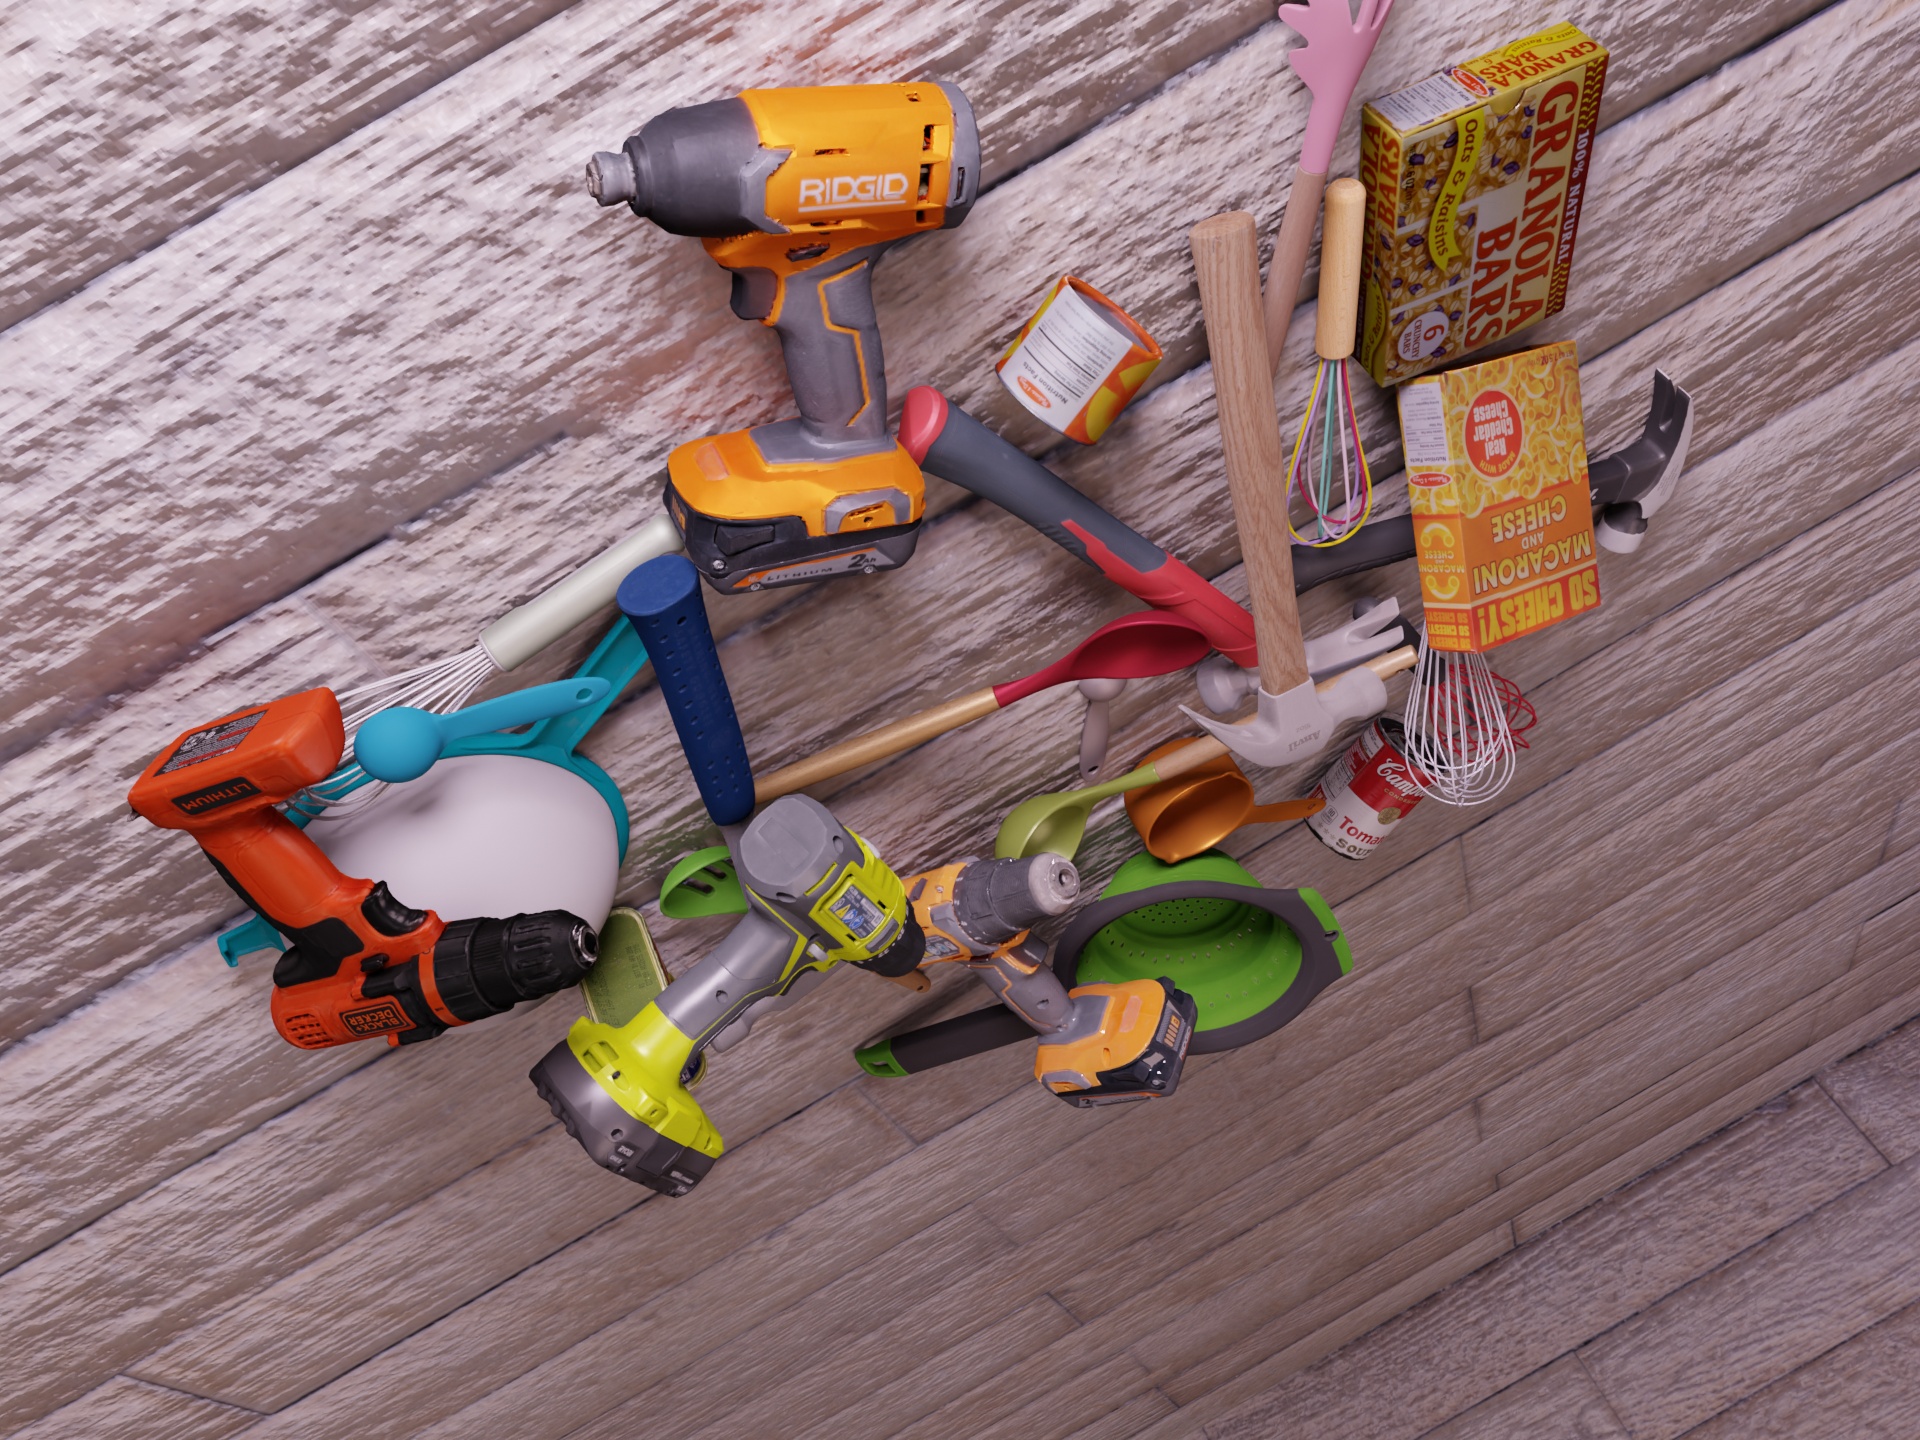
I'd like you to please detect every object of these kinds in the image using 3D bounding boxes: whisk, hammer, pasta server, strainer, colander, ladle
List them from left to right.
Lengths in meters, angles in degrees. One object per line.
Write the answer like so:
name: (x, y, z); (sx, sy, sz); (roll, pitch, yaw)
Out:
whisk: (-0.243, -0.031, 0.804); (0.246, 0.059, 0.058); (-34, 179, 0)
strainer: (-0.240, 0.069, 0.873); (0.210, 0.095, 0.340); (19, 123, -44)
hammer: (-0.125, 0.055, 0.924); (0.144, 0.035, 0.405); (-32, 146, -19)
ladle: (-0.002, -0.003, 0.966); (0.315, 0.031, 0.069); (-21, 150, 6)
colander: (0.098, 0.189, 1.246); (0.397, 0.095, 0.204); (-20, 130, 17)
hammer: (0.113, -0.099, 0.929); (0.143, 0.038, 0.386); (-23, 147, 34)
ladle: (0.160, 0.034, 1.066); (0.320, 0.062, 0.078); (-27, 157, 22)
hammer: (0.166, -0.116, 0.891); (0.130, 0.031, 0.331); (-26, 123, -17)
pasta server: (0.173, -0.267, 0.821); (0.060, 0.040, 0.316); (-17, 145, -16)
whisk: (0.217, -0.196, 0.915); (0.051, 0.047, 0.244); (-55, 151, -35)
whisk: (0.352, -0.029, 1.164); (0.073, 0.073, 0.295); (-43, 142, 16)
whisk: (0.313, -0.075, 1.018); (0.070, 0.070, 0.284); (-16, 110, -17)
hammer: (0.346, -0.140, 1.068); (0.334, 0.035, 0.146); (-16, 141, -17)

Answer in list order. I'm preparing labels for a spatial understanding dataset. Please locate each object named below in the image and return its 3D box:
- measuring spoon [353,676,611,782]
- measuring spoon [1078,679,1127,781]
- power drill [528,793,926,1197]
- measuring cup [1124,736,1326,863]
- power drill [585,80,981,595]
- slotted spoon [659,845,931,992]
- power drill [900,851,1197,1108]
measuring spoon: (-0.233, 0.004, 0.790); (0.128, 0.021, 0.042); (-17, 134, -22)
measuring spoon: (0.096, 0.006, 1.083); (0.034, 0.018, 0.124); (-18, 142, -16)
power drill: (-0.122, 0.166, 0.943); (0.228, 0.080, 0.190); (-46, 147, -7)
measuring cup: (0.197, 0.052, 1.176); (0.173, 0.052, 0.095); (-2, 134, -34)
power drill: (-0.084, -0.171, 0.719); (0.164, 0.084, 0.226); (-11, 134, -22)
slotted spoon: (-0.103, 0.147, 1.107); (0.070, 0.031, 0.313); (-38, 144, 10)
power drill: (0.065, 0.172, 1.091); (0.226, 0.084, 0.185); (41, 142, -22)
